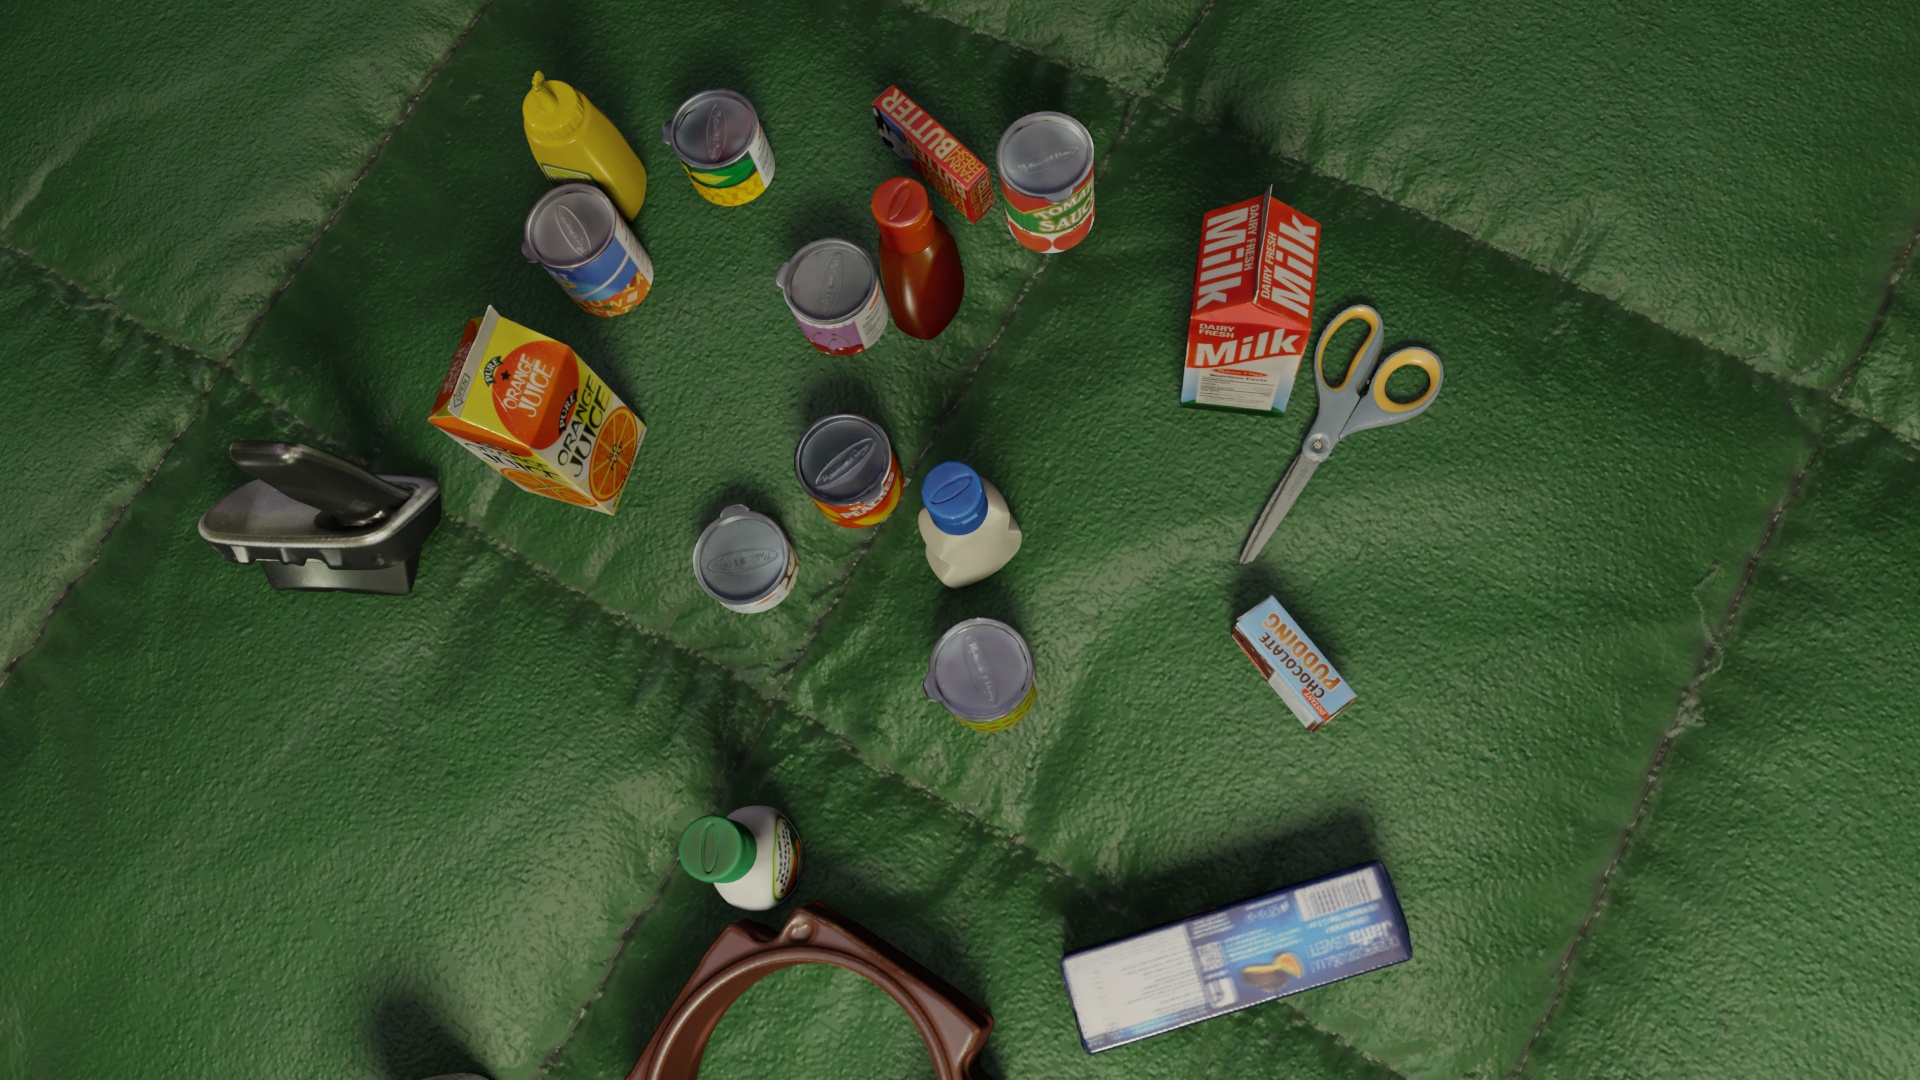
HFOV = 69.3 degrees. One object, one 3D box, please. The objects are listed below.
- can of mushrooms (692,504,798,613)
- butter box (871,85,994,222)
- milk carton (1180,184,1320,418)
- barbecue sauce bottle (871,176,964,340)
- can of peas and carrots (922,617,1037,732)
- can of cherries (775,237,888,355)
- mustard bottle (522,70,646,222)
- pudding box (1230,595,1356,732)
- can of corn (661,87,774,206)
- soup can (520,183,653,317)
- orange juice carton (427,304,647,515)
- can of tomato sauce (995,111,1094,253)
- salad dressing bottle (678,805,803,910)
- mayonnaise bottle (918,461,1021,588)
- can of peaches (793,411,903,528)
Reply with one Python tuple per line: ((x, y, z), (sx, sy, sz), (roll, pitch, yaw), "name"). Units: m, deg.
((-0.146, 0.013, 0.949), (0.071, 0.033, 0.071), (-2, 74, 6), "can of mushrooms")
((-0.019, -0.280, 1.009), (0.024, 0.053, 0.103), (-43, 74, -6), "butter box")
((0.182, -0.146, 0.877), (0.073, 0.190, 0.072), (7, 76, 8), "milk carton")
((-0.029, -0.191, 0.935), (0.044, 0.148, 0.065), (24, 79, 12), "barbecue sauce bottle")
((0.014, 0.089, 0.896), (0.071, 0.058, 0.071), (-2, 74, 6), "can of peas and carrots")
((-0.090, -0.172, 0.983), (0.071, 0.058, 0.071), (-2, 74, 6), "can of cherries")
((-0.273, -0.281, 0.981), (0.065, 0.160, 0.049), (13, 76, 10), "mustard bottle")
((0.210, 0.079, 0.882), (0.030, 0.049, 0.084), (-37, 74, -4), "pudding box")
((-0.178, -0.289, 1.027), (0.071, 0.058, 0.071), (-2, 74, 6), "can of corn")
((-0.268, -0.206, 0.999), (0.071, 0.083, 0.071), (-2, 74, 6), "soup can")
((-0.279, -0.083, 0.909), (0.073, 0.192, 0.072), (15, 77, 10), "orange juice carton")
((0.062, -0.248, 0.975), (0.071, 0.083, 0.071), (-2, 74, 6), "can of tomato sauce")
((-0.131, 0.190, 0.837), (0.044, 0.147, 0.064), (-1, 75, 6), "salad dressing bottle")
((0.003, -0.011, 0.880), (0.065, 0.147, 0.041), (-32, 74, -3), "mayonnaise bottle")
((-0.074, -0.045, 0.945), (0.071, 0.058, 0.071), (-2, 74, 6), "can of peaches")
